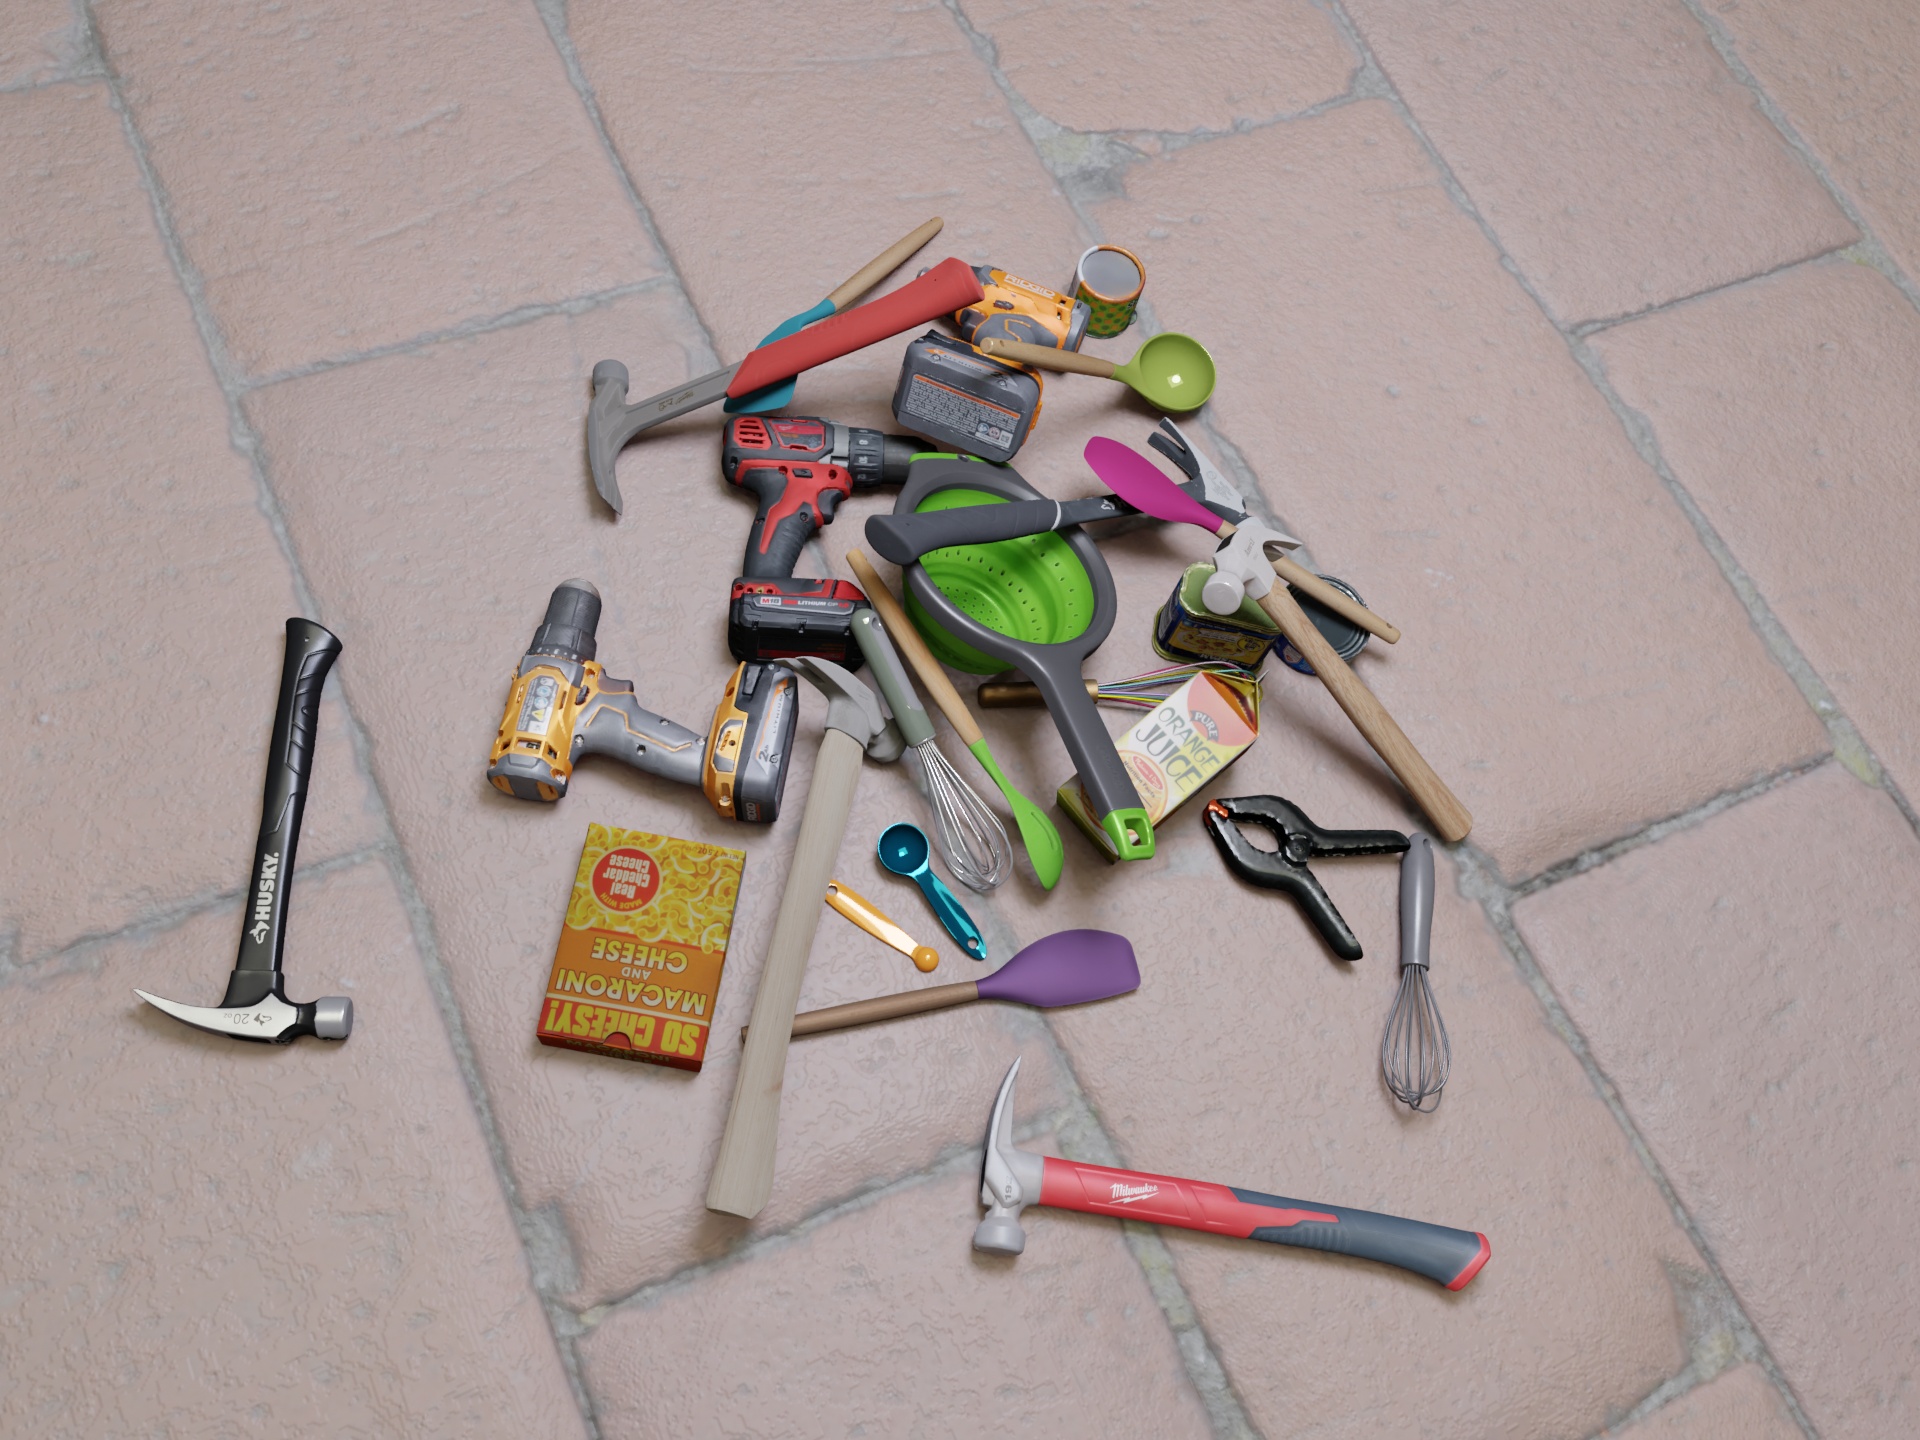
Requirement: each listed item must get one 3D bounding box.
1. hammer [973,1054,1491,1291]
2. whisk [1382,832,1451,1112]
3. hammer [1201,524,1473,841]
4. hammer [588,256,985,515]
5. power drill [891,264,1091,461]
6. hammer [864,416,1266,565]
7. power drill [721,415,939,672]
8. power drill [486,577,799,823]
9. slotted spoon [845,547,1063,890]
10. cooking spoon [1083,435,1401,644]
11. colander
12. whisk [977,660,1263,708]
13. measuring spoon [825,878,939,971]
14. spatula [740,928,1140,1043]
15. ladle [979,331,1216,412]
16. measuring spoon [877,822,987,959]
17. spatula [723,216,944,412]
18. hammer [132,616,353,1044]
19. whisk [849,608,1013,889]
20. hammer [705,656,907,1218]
[{"bbox_3d":[0.208,0.354,1.195,0.386,0.038,0.143,11,64,-4],"label":"hammer"},{"bbox_3d":[0.370,0.199,1.284,0.055,0.055,0.239,12,61,-4],"label":"whisk"},{"bbox_3d":[0.317,-0.026,1.303,0.331,0.031,0.130,48,42,-16],"label":"hammer"},{"bbox_3d":[-0.150,-0.293,1.326,0.359,0.036,0.149,-18,61,15],"label":"hammer"},{"bbox_3d":[0.015,-0.331,1.405,0.164,0.084,0.227,22,41,2],"label":"power drill"},{"bbox_3d":[0.088,-0.178,1.324,0.409,0.036,0.149,-14,63,-40],"label":"hammer"},{"bbox_3d":[-0.110,-0.158,1.346,0.188,0.080,0.227,2,64,-8],"label":"power drill"},{"bbox_3d":[-0.244,-0.016,1.263,0.226,0.084,0.185,8,65,0],"label":"power drill"},{"bbox_3d":[-0.002,-0.004,1.268,0.031,0.070,0.314,-33,89,12],"label":"slotted spoon"},{"bbox_3d":[0.243,-0.153,1.365,0.319,0.017,0.069,31,45,-6],"label":"cooking spoon"},{"bbox_3d":[0.048,-0.040,1.274,0.204,0.094,0.398,-1,54,-34],"label":"colander"},{"bbox_3d":[0.137,-0.023,1.344,0.245,0.051,0.047,-2,73,-6],"label":"whisk"},{"bbox_3d":[-0.065,0.158,1.250,0.117,0.011,0.021,35,66,7],"label":"measuring spoon"},{"bbox_3d":[-0.013,0.211,1.232,0.316,0.018,0.060,-9,66,-13],"label":"spatula"},{"bbox_3d":[0.123,-0.310,1.367,0.320,0.062,0.078,-7,75,-54],"label":"ladle"},{"bbox_3d":[-0.022,0.139,1.267,0.042,0.021,0.128,-35,85,-21],"label":"measuring spoon"},{"bbox_3d":[-0.101,-0.376,1.440,0.082,0.044,0.317,4,40,40],"label":"spatula"},{"bbox_3d":[-0.519,0.076,1.203,0.146,0.035,0.335,2,67,-9],"label":"hammer"},{"bbox_3d":[-0.026,0.023,1.260,0.246,0.059,0.058,64,29,-4],"label":"whisk"},{"bbox_3d":[-0.128,0.153,1.175,0.038,0.146,0.411,-5,61,32],"label":"hammer"}]
